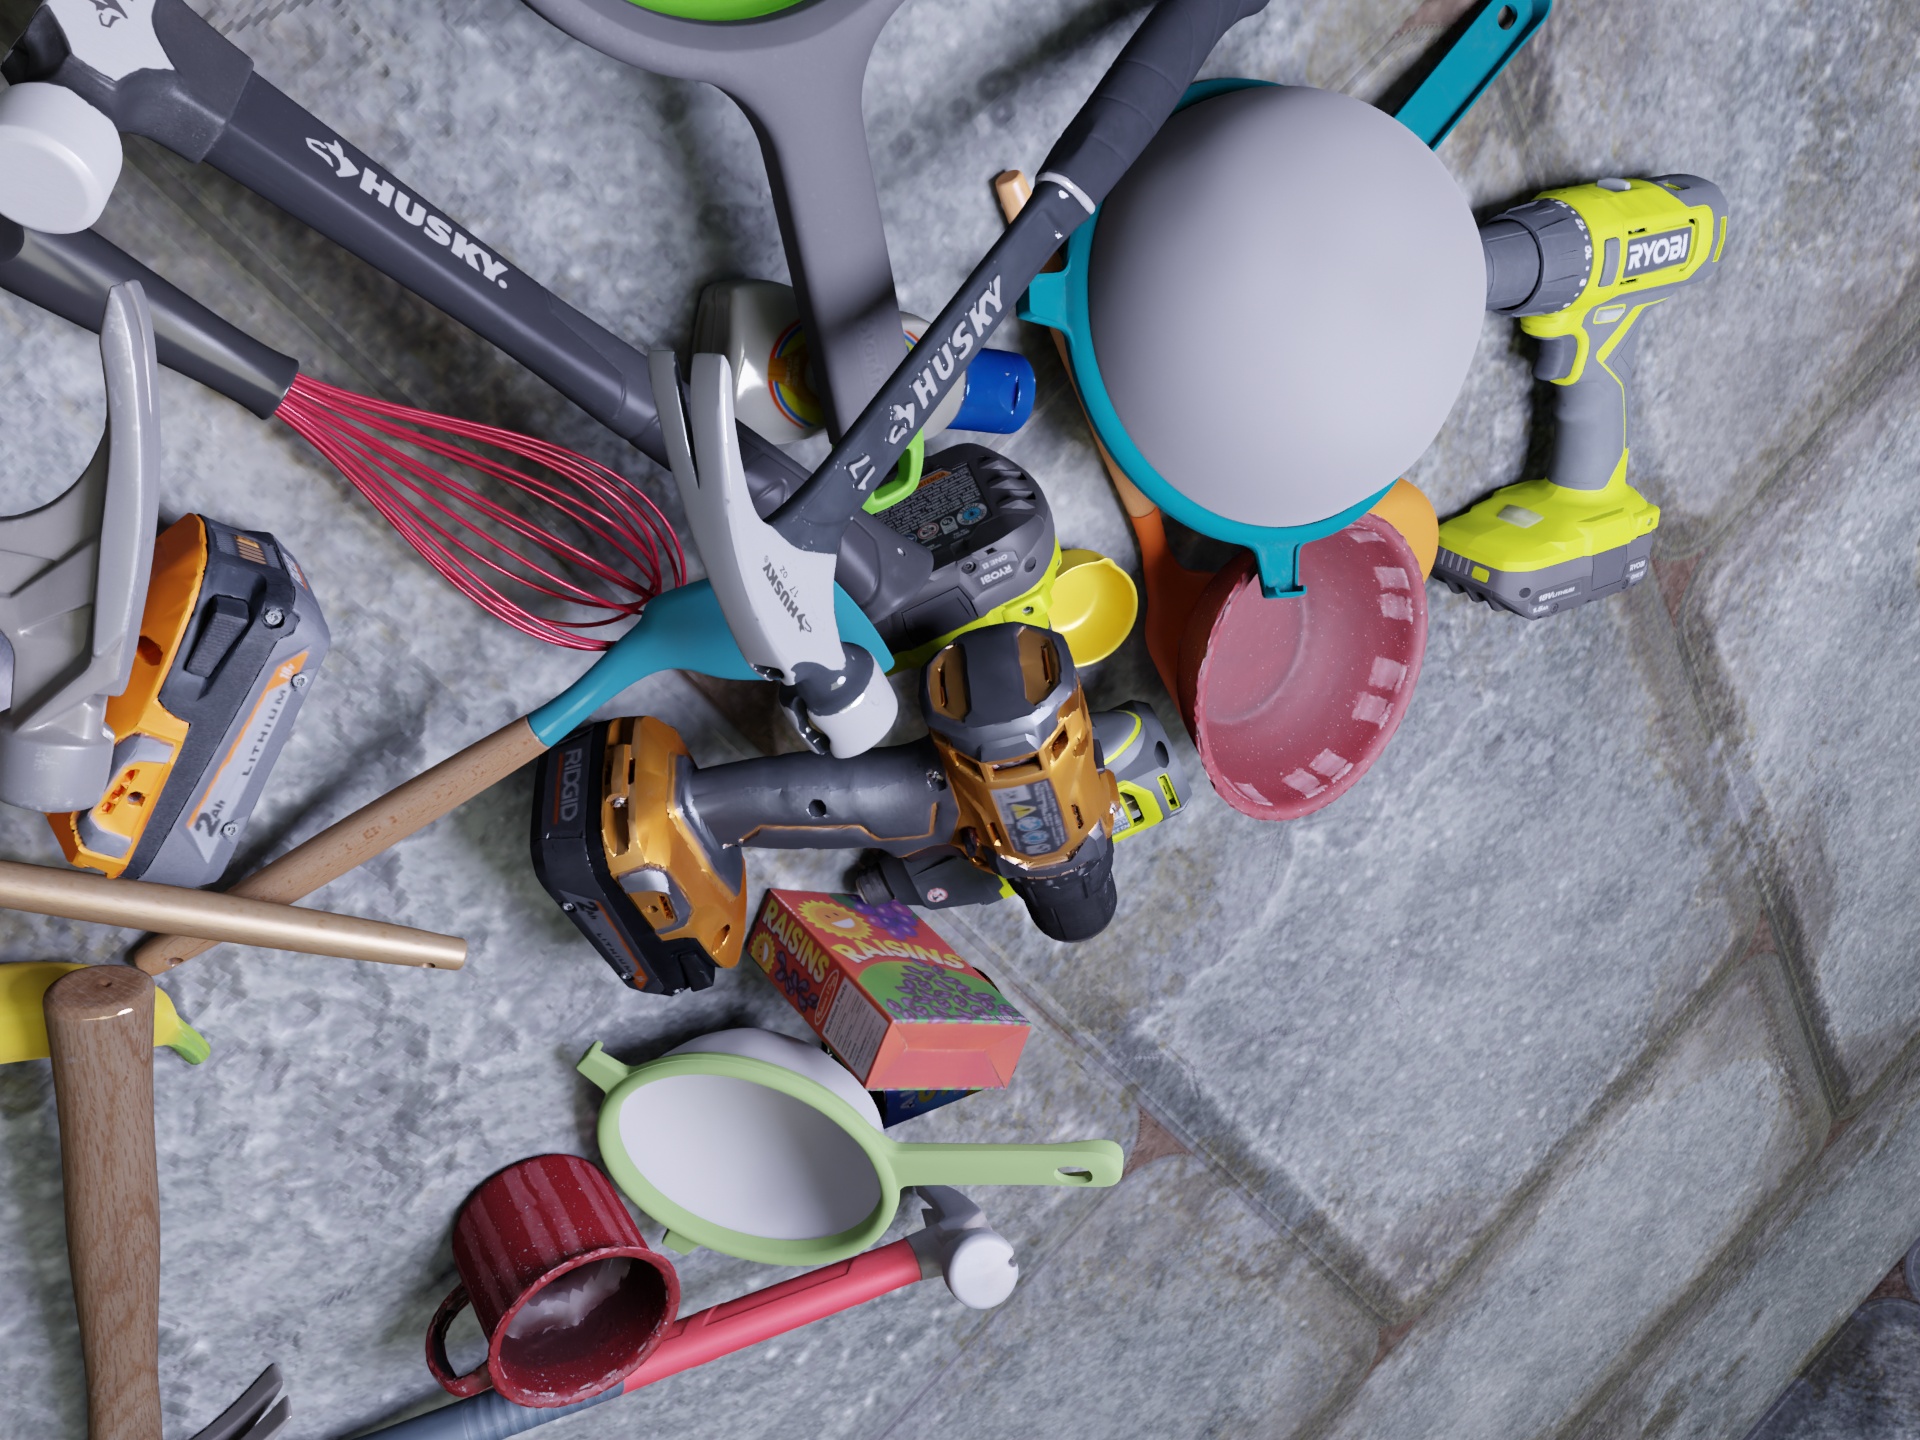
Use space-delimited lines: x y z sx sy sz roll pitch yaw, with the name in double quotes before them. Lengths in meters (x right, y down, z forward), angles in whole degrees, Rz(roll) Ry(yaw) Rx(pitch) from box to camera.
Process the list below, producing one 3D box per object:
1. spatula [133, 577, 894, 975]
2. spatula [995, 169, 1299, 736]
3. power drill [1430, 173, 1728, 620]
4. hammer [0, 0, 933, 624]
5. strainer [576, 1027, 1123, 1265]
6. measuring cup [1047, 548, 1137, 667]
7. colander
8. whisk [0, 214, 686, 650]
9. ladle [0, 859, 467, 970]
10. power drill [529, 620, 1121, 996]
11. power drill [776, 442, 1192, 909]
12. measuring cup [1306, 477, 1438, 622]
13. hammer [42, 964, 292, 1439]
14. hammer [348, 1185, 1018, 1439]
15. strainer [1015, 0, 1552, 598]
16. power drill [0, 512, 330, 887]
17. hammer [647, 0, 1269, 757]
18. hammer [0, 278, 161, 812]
"spatula" -0.180 0.024 0.602 0.317 0.044 0.082 -30 146 5
"spatula" 0.087 -0.119 0.767 0.081 0.041 0.322 -42 131 -14
"power drill" 0.326 -0.178 0.881 0.190 0.080 0.228 -18 122 -27
"hammer" -0.130 -0.127 0.526 0.035 0.146 0.334 -29 136 32
"strainer" -0.046 0.193 0.769 0.256 0.069 0.151 -4 126 15
"measuring cup" 0.013 -0.065 0.764 0.156 0.029 0.062 9 115 -26
"colander" -0.078 -0.251 0.540 0.204 0.095 0.396 -30 134 -21
"whisk" -0.217 -0.105 0.552 0.295 0.073 0.073 31 96 -36
"ladle" -0.327 0.068 0.544 0.320 0.062 0.078 16 148 -33
"power drill" -0.043 0.053 0.680 0.226 0.084 0.185 -13 141 8
"power drill" -0.001 -0.002 0.738 0.171 0.080 0.223 -25 133 4
"measuring cup" 0.221 -0.130 0.847 0.095 0.052 0.173 -14 125 -29
"hammer" -0.341 0.231 0.648 0.130 0.031 0.331 -8 128 -35
"hammer" -0.169 0.327 0.825 0.386 0.143 0.038 -15 91 -16
"strainer" 0.195 -0.231 0.706 0.210 0.095 0.340 45 74 -20
"power drill" -0.324 -0.044 0.493 0.226 0.084 0.164 21 103 -37
"hammer" 0.027 -0.185 0.583 0.409 0.036 0.149 -58 141 -27
"hammer" -0.394 -0.071 0.384 0.359 0.037 0.149 9 105 -20
